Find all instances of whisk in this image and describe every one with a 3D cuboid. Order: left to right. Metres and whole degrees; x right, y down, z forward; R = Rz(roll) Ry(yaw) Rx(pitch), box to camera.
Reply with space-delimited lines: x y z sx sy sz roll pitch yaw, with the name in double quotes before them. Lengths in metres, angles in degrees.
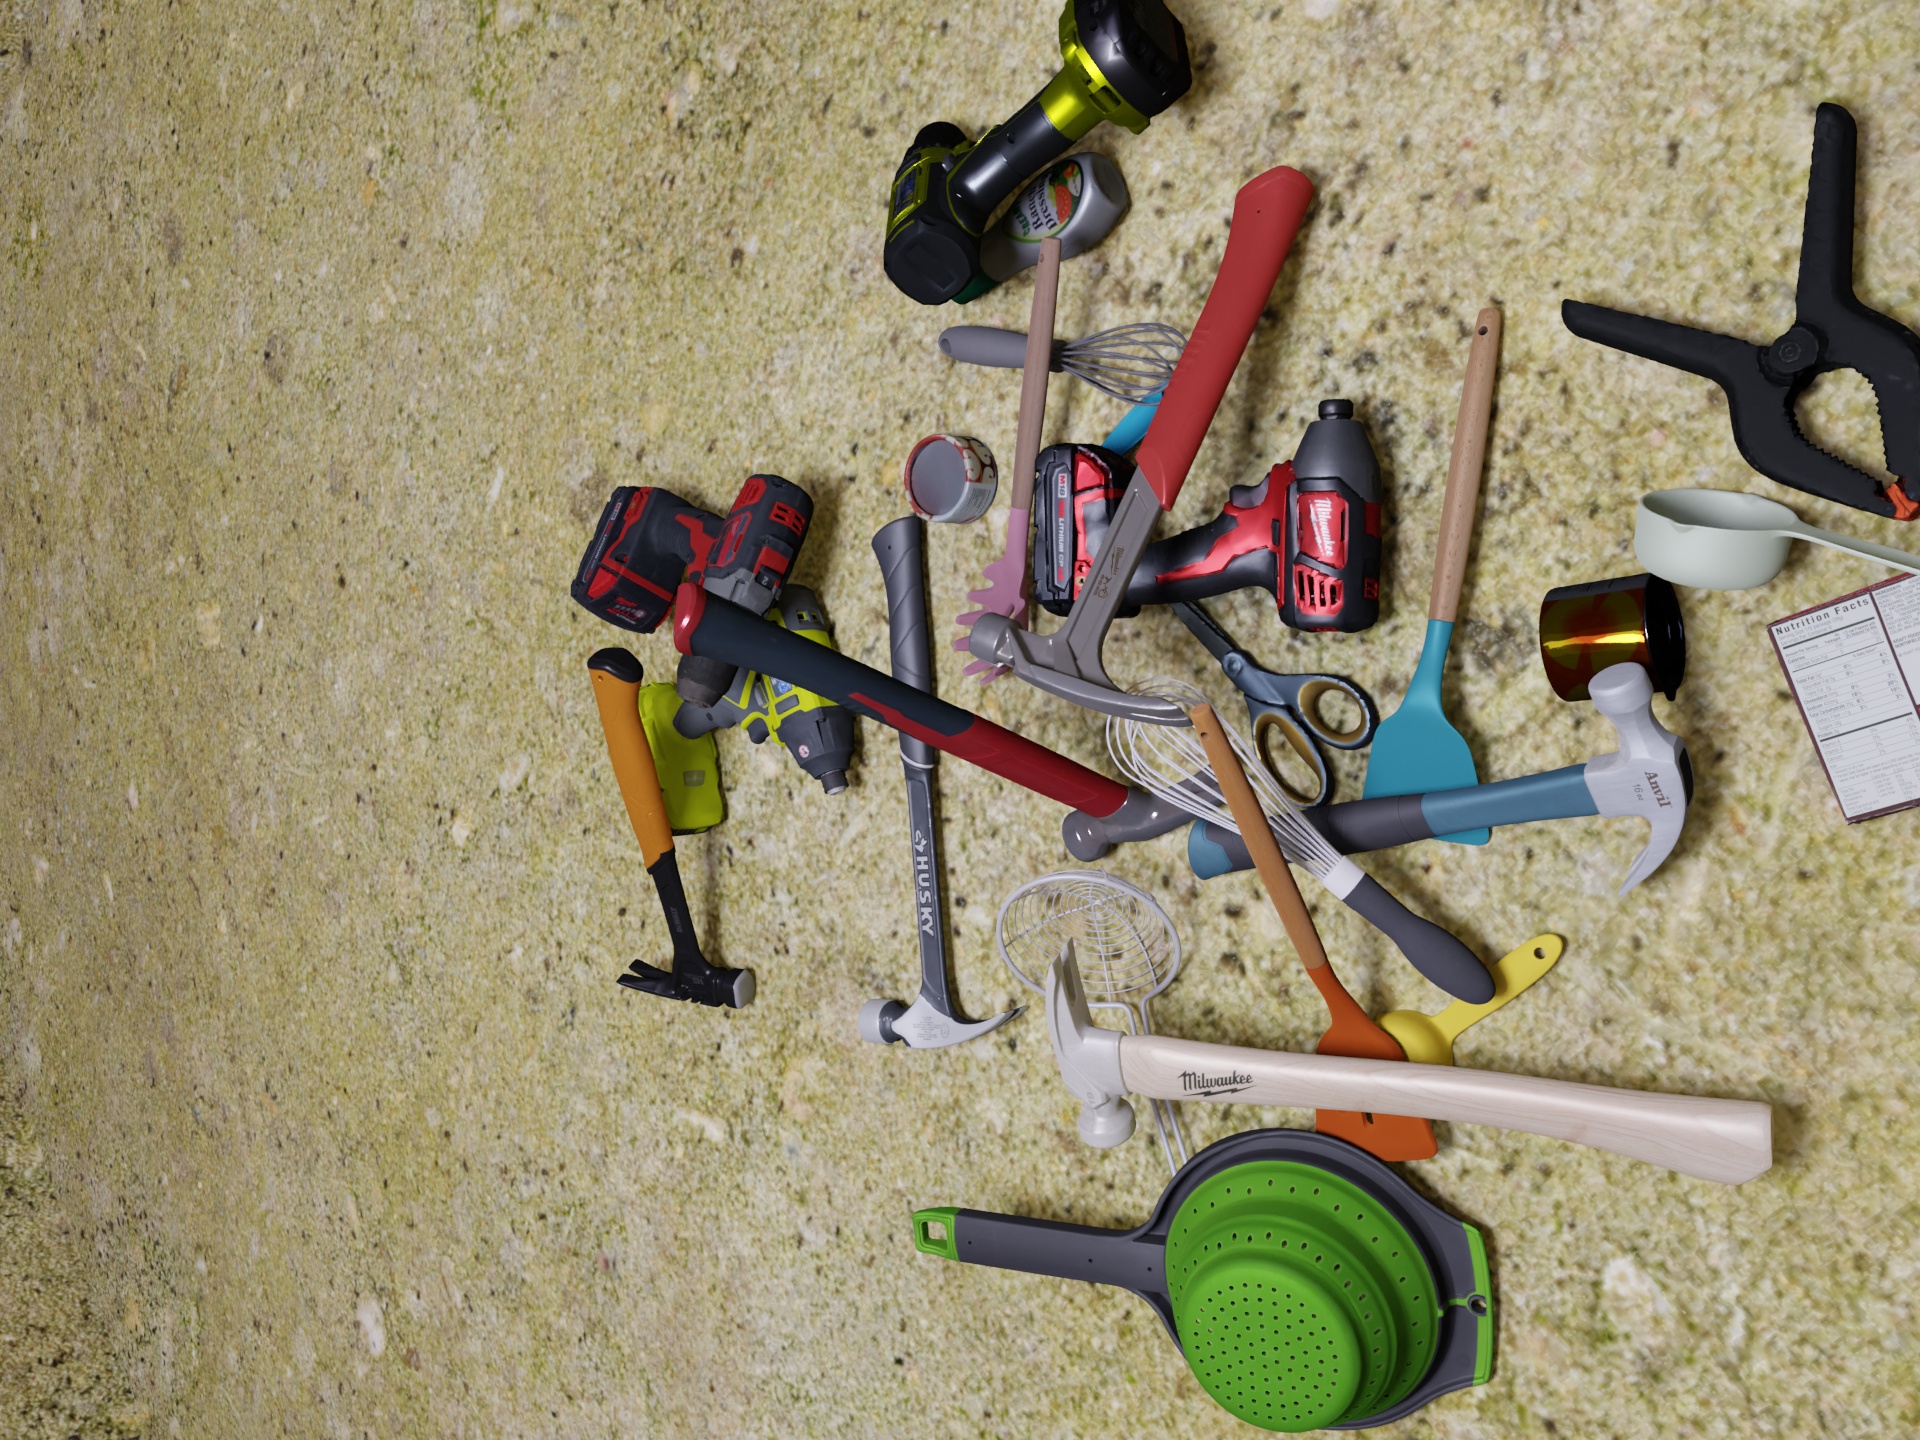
"whisk" 0.067 -0.257 1.110 0.239 0.055 0.055 19 105 43
"whisk" 0.204 0.073 0.957 0.285 0.070 0.070 40 119 8

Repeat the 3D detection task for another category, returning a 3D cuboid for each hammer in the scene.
"hammer" -0.259 0.093 1.315 0.127 0.034 0.336 5 121 24
"hammer" -0.029 0.048 1.220 0.149 0.036 0.409 -4 90 38
"hammer" -0.002 -0.003 0.984 0.143 0.386 0.038 -30 47 41
"hammer" 0.140 -0.175 0.969 0.149 0.036 0.359 21 81 30
"hammer" 0.243 0.207 0.927 0.411 0.038 0.146 0 118 30
"hammer" 0.270 0.057 0.953 0.331 0.033 0.128 -15 111 45

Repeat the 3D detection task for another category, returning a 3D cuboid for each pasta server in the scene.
"pasta server" 0.039 -0.175 1.110 0.060 0.040 0.316 36 128 46

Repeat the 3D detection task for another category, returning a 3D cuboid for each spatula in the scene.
"spatula" 0.199 0.130 0.940 0.081 0.041 0.322 -9 119 39
"spatula" 0.295 -0.085 0.954 0.082 0.044 0.317 12 96 39

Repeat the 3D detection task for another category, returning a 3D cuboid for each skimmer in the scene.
"skimmer" 0.126 0.275 1.071 0.127 0.090 0.363 -22 80 28

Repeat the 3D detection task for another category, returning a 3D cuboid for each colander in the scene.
"colander" 0.128 0.367 1.018 0.397 0.094 0.204 -2 100 28

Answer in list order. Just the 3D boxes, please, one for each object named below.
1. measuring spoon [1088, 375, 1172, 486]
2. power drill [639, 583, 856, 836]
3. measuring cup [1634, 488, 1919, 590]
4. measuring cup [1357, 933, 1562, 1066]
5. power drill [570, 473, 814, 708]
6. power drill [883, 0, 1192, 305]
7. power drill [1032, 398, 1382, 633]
"measuring spoon" 0.112 -0.189 1.103 0.128 0.021 0.042 -45 69 22
"power drill" -0.185 0.008 1.321 0.223 0.080 0.171 -26 76 34
"measuring cup" 0.424 -0.079 0.805 0.168 0.083 0.038 28 126 42
"measuring cup" 0.300 0.178 0.960 0.156 0.029 0.062 -51 63 33
"power drill" -0.223 -0.107 1.284 0.227 0.080 0.188 9 74 48
"power drill" 0.040 -0.403 1.074 0.228 0.080 0.191 -34 35 31
"power drill" 0.160 -0.129 1.017 0.220 0.078 0.143 3 94 30
